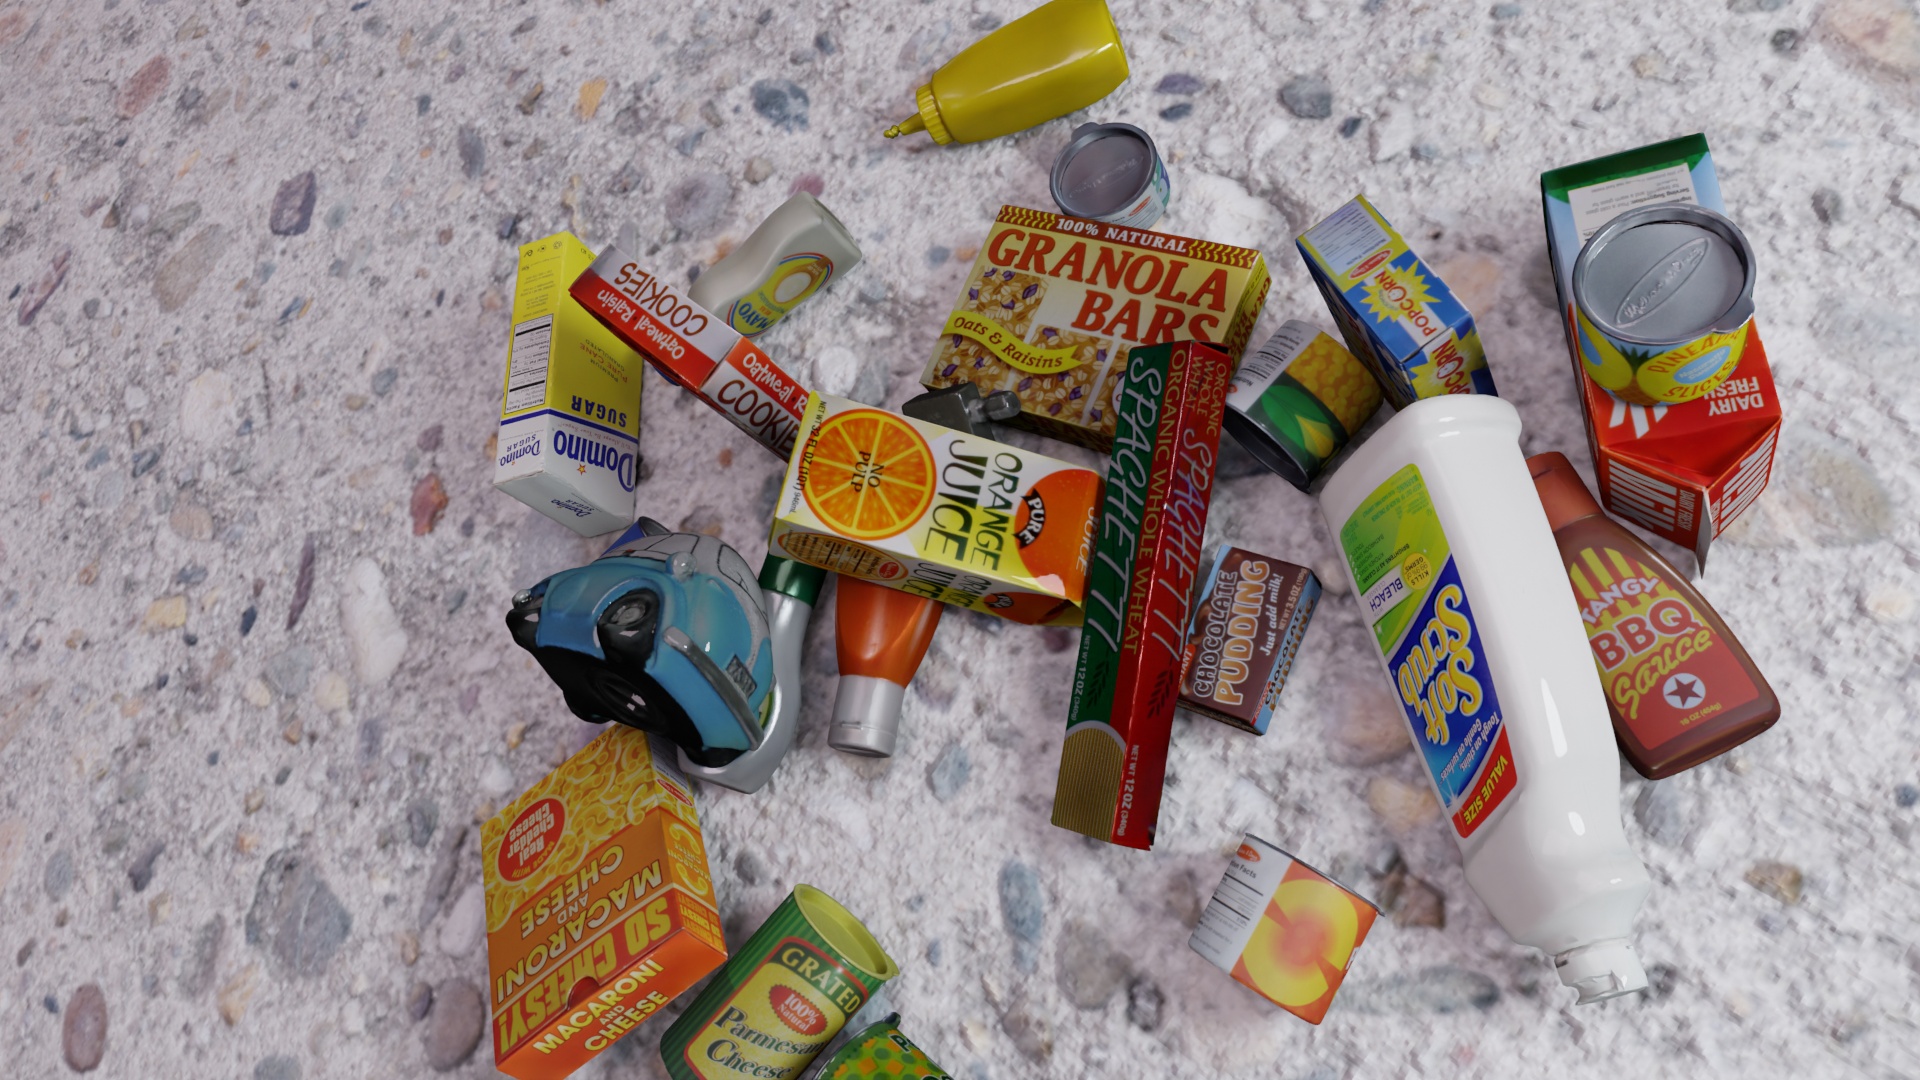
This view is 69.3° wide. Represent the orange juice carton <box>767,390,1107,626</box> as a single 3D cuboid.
[{"bbox_3d":[0.003,-0.009,0.724,0.193,0.073,0.072,16,73,-7],"label":"orange juice carton"}]

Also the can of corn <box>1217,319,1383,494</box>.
[{"bbox_3d":[0.172,-0.068,0.705,0.058,0.071,0.071,-47,58,0],"label":"can of corn"}]

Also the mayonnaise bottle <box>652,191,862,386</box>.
[{"bbox_3d":[-0.136,-0.157,0.888,0.148,0.064,0.041,-37,62,11],"label":"mayonnaise bottle"}]

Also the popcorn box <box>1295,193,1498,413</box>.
[{"bbox_3d":[0.212,-0.097,0.661,0.038,0.126,0.085,-36,58,12],"label":"popcorn box"}]

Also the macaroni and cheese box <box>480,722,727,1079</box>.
[{"bbox_3d":[-0.198,0.187,0.749,0.123,0.040,0.167,-37,39,7],"label":"macaroni and cheese box"}]

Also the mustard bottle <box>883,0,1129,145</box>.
[{"bbox_3d":[0.024,-0.287,0.876,0.160,0.048,0.065,-18,62,18],"label":"mustard bottle"}]

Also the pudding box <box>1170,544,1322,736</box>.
[{"bbox_3d":[0.140,0.048,0.689,0.050,0.030,0.084,18,77,31],"label":"pudding box"}]

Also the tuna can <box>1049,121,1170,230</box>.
[{"bbox_3d":[0.088,-0.213,0.824,0.071,0.032,0.071,-9,65,21],"label":"tuna can"}]

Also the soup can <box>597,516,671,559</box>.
[{"bbox_3d":[-0.195,0.039,0.826,0.084,0.071,0.071,-44,58,3],"label":"soup can"}]

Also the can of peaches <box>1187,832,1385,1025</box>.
[{"bbox_3d":[0.144,0.172,0.613,0.071,0.071,0.058,27,81,31],"label":"can of peaches"}]

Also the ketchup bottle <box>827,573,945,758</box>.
[{"bbox_3d":[-0.041,0.043,0.766,0.065,0.043,0.149,4,71,19],"label":"ketchup bottle"}]

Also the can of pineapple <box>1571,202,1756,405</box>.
[{"bbox_3d":[0.293,-0.096,0.578,0.071,0.057,0.071,-10,64,22],"label":"can of pineapple"}]

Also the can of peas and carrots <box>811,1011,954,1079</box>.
[{"bbox_3d":[-0.032,0.269,0.652,0.059,0.071,0.071,32,84,31],"label":"can of peas and carrots"}]

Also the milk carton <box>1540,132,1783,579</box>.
[{"bbox_3d":[0.322,-0.082,0.637,0.073,0.072,0.191,-11,64,22],"label":"milk carton"}]

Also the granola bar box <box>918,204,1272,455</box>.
[{"bbox_3d":[0.075,-0.116,0.784,0.166,0.039,0.124,18,78,30],"label":"granola bar box"}]

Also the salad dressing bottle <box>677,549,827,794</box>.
[{"bbox_3d":[-0.113,0.067,0.789,0.064,0.044,0.148,11,73,25],"label":"salad dressing bottle"}]

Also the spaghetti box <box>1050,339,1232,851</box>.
[{"bbox_3d":[0.089,0.023,0.686,0.050,0.029,0.250,1,79,57],"label":"spaghetti box"}]

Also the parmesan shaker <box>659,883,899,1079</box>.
[{"bbox_3d":[-0.090,0.235,0.695,0.103,0.071,0.071,-48,58,0],"label":"parmesan shaker"}]

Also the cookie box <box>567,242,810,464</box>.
[{"bbox_3d":[-0.128,-0.089,0.791,0.123,0.167,0.040,35,87,32],"label":"cookie box"}]

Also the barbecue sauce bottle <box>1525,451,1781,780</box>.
[{"bbox_3d":[0.292,0.028,0.619,0.065,0.043,0.149,-31,59,14],"label":"barbecue sauce bottle"}]
